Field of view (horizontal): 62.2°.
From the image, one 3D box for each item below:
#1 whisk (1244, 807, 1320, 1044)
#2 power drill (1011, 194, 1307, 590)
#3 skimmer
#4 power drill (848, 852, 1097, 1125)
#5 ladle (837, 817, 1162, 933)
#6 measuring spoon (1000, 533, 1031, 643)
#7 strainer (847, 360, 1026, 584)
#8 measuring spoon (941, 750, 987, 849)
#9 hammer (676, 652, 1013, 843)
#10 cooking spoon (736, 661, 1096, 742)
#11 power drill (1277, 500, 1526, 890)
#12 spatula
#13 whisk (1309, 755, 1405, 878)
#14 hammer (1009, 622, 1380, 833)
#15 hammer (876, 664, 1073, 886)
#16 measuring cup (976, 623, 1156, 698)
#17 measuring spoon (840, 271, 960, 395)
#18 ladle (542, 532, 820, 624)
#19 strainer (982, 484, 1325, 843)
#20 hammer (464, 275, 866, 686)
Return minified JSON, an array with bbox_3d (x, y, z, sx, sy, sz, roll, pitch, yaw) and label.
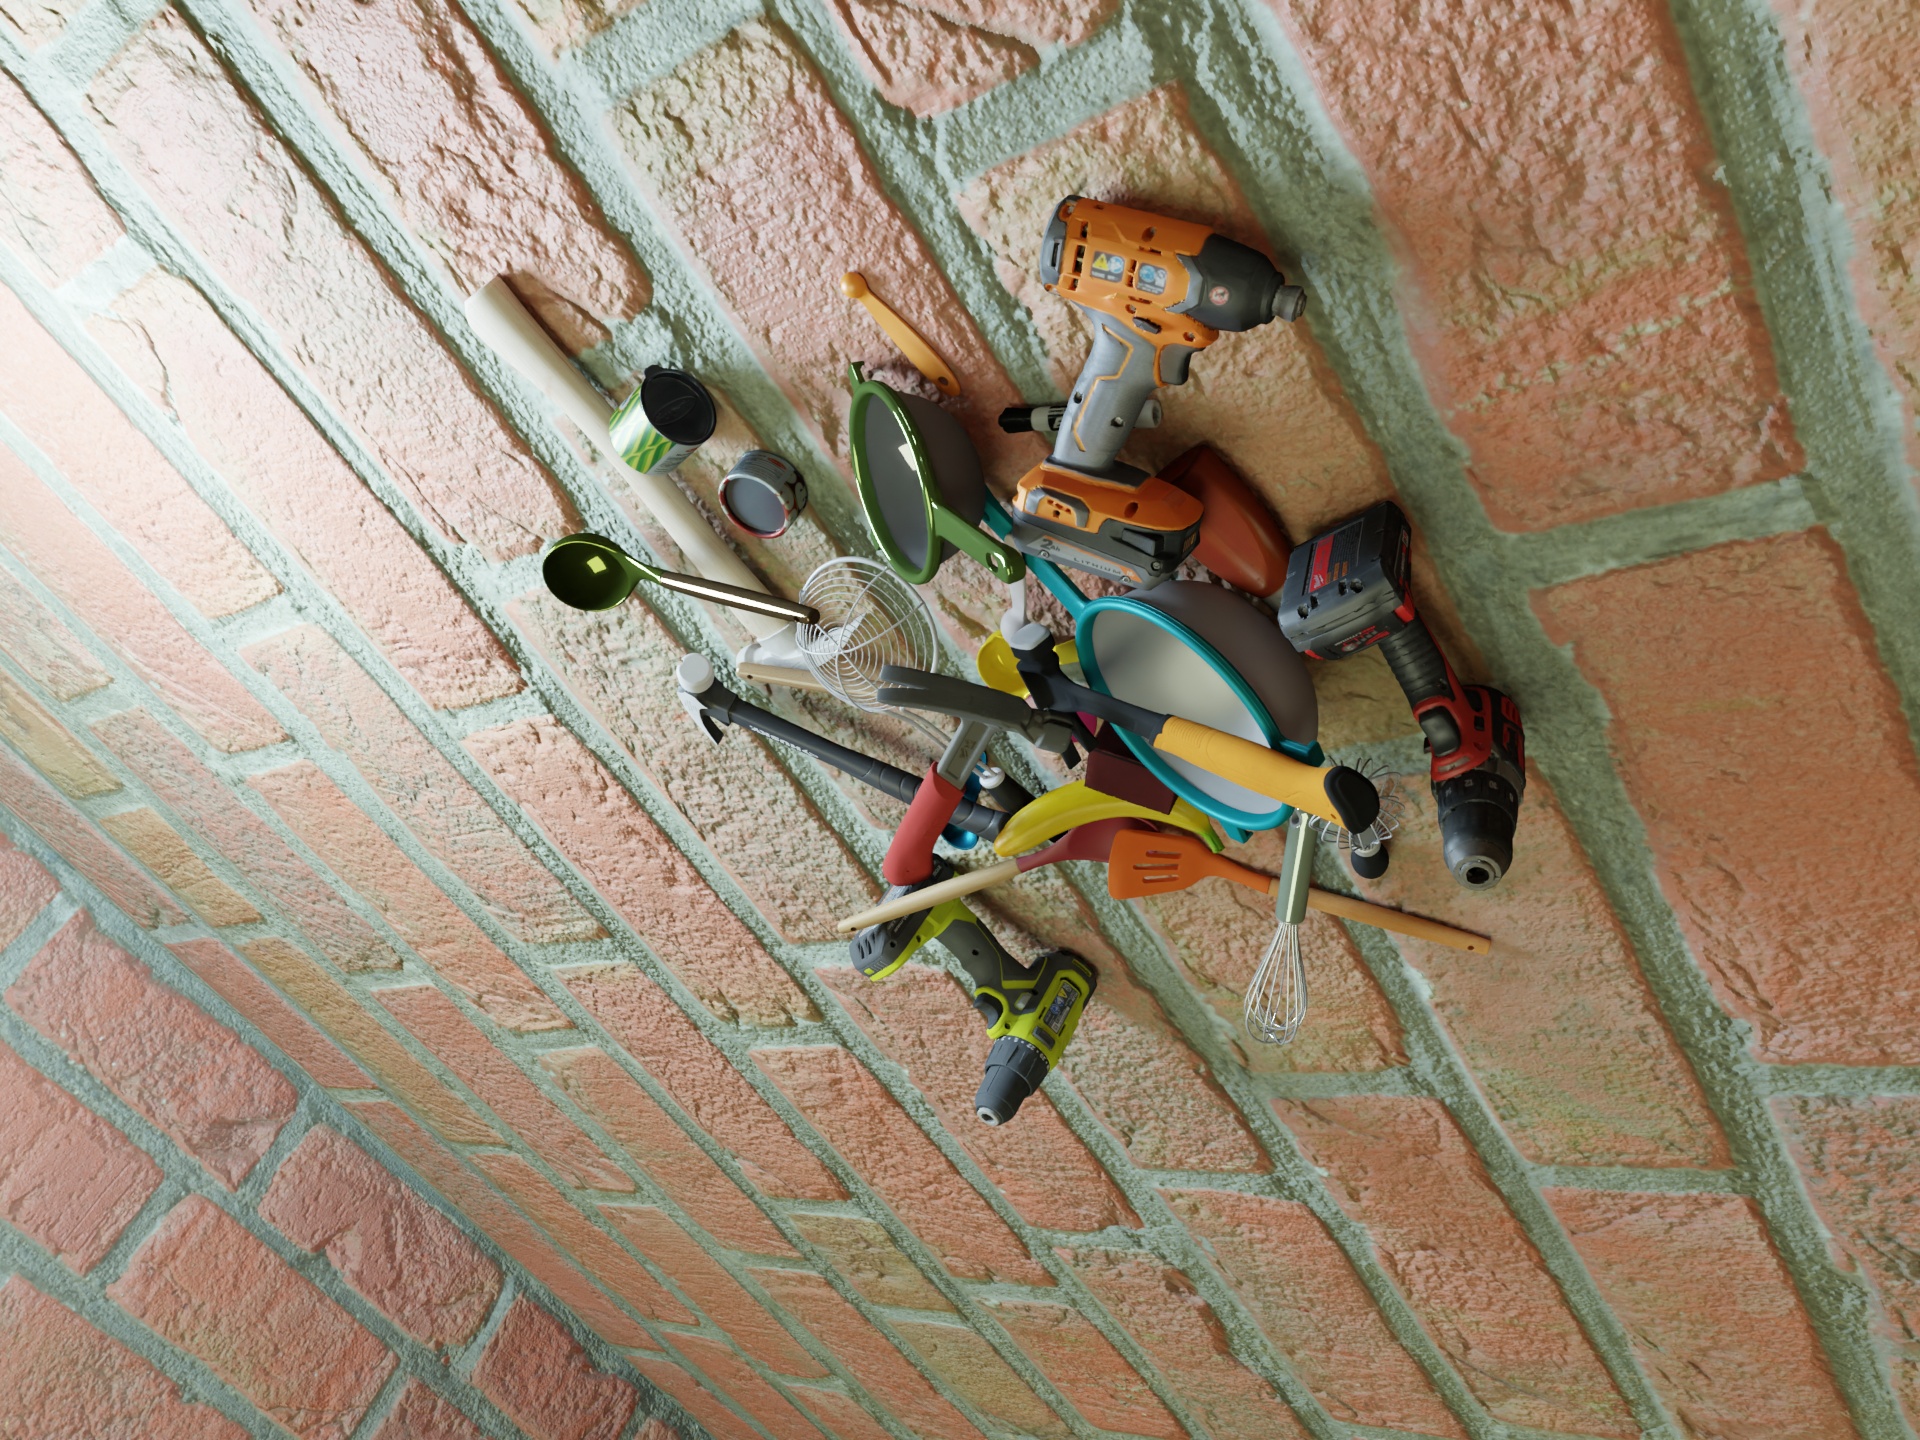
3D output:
[{"bbox_3d":[0.277,0.172,1.337,0.059,0.058,0.246,-6,118,-17],"label":"whisk"},{"bbox_3d":[0.121,-0.204,1.013,0.164,0.084,0.226,19,122,19],"label":"power drill"},{"bbox_3d":[-0.002,-0.004,1.332,0.127,0.090,0.362,-12,146,33],"label":"skimmer"},{"bbox_3d":[0.009,0.257,1.531,0.228,0.191,0.080,42,141,-7],"label":"power drill"},{"bbox_3d":[0.030,0.140,1.431,0.315,0.031,0.069,-20,127,16],"label":"ladle"},{"bbox_3d":[0.038,-0.096,1.211,0.034,0.018,0.124,43,158,30],"label":"measuring spoon"},{"bbox_3d":[0.000,-0.157,1.115,0.257,0.069,0.151,44,147,52],"label":"strainer"},{"bbox_3d":[0.010,0.068,1.465,0.042,0.021,0.128,27,132,13],"label":"measuring spoon"},{"bbox_3d":[-0.101,0.039,1.450,0.335,0.035,0.146,24,161,6],"label":"hammer"},{"bbox_3d":[-0.041,-0.020,1.365,0.319,0.017,0.068,9,138,11],"label":"cooking spoon"},{"bbox_3d":[0.305,-0.012,1.058,0.080,0.188,0.226,-27,112,32],"label":"power drill"},{"bbox_3d":[0.286,0.154,1.360,0.323,0.041,0.081,15,127,17],"label":"spatula"},{"bbox_3d":[0.301,0.082,1.183,0.070,0.070,0.284,13,169,20],"label":"whisk"},{"bbox_3d":[0.160,0.020,1.119,0.337,0.034,0.127,24,148,53],"label":"hammer"},{"bbox_3d":[-0.027,0.060,1.325,0.149,0.037,0.359,14,152,-8],"label":"hammer"},{"bbox_3d":[0.087,-0.060,1.275,0.156,0.029,0.062,-14,116,26],"label":"measuring cup"},{"bbox_3d":[-0.043,-0.272,1.132,0.116,0.011,0.021,44,139,-16],"label":"measuring spoon"},{"bbox_3d":[-0.233,-0.104,1.305,0.320,0.062,0.078,16,145,41],"label":"ladle"},{"bbox_3d":[0.147,-0.074,1.176,0.340,0.095,0.211,47,162,12],"label":"strainer"},{"bbox_3d":[-0.249,-0.198,1.323,0.146,0.038,0.410,-18,121,41],"label":"hammer"}]
